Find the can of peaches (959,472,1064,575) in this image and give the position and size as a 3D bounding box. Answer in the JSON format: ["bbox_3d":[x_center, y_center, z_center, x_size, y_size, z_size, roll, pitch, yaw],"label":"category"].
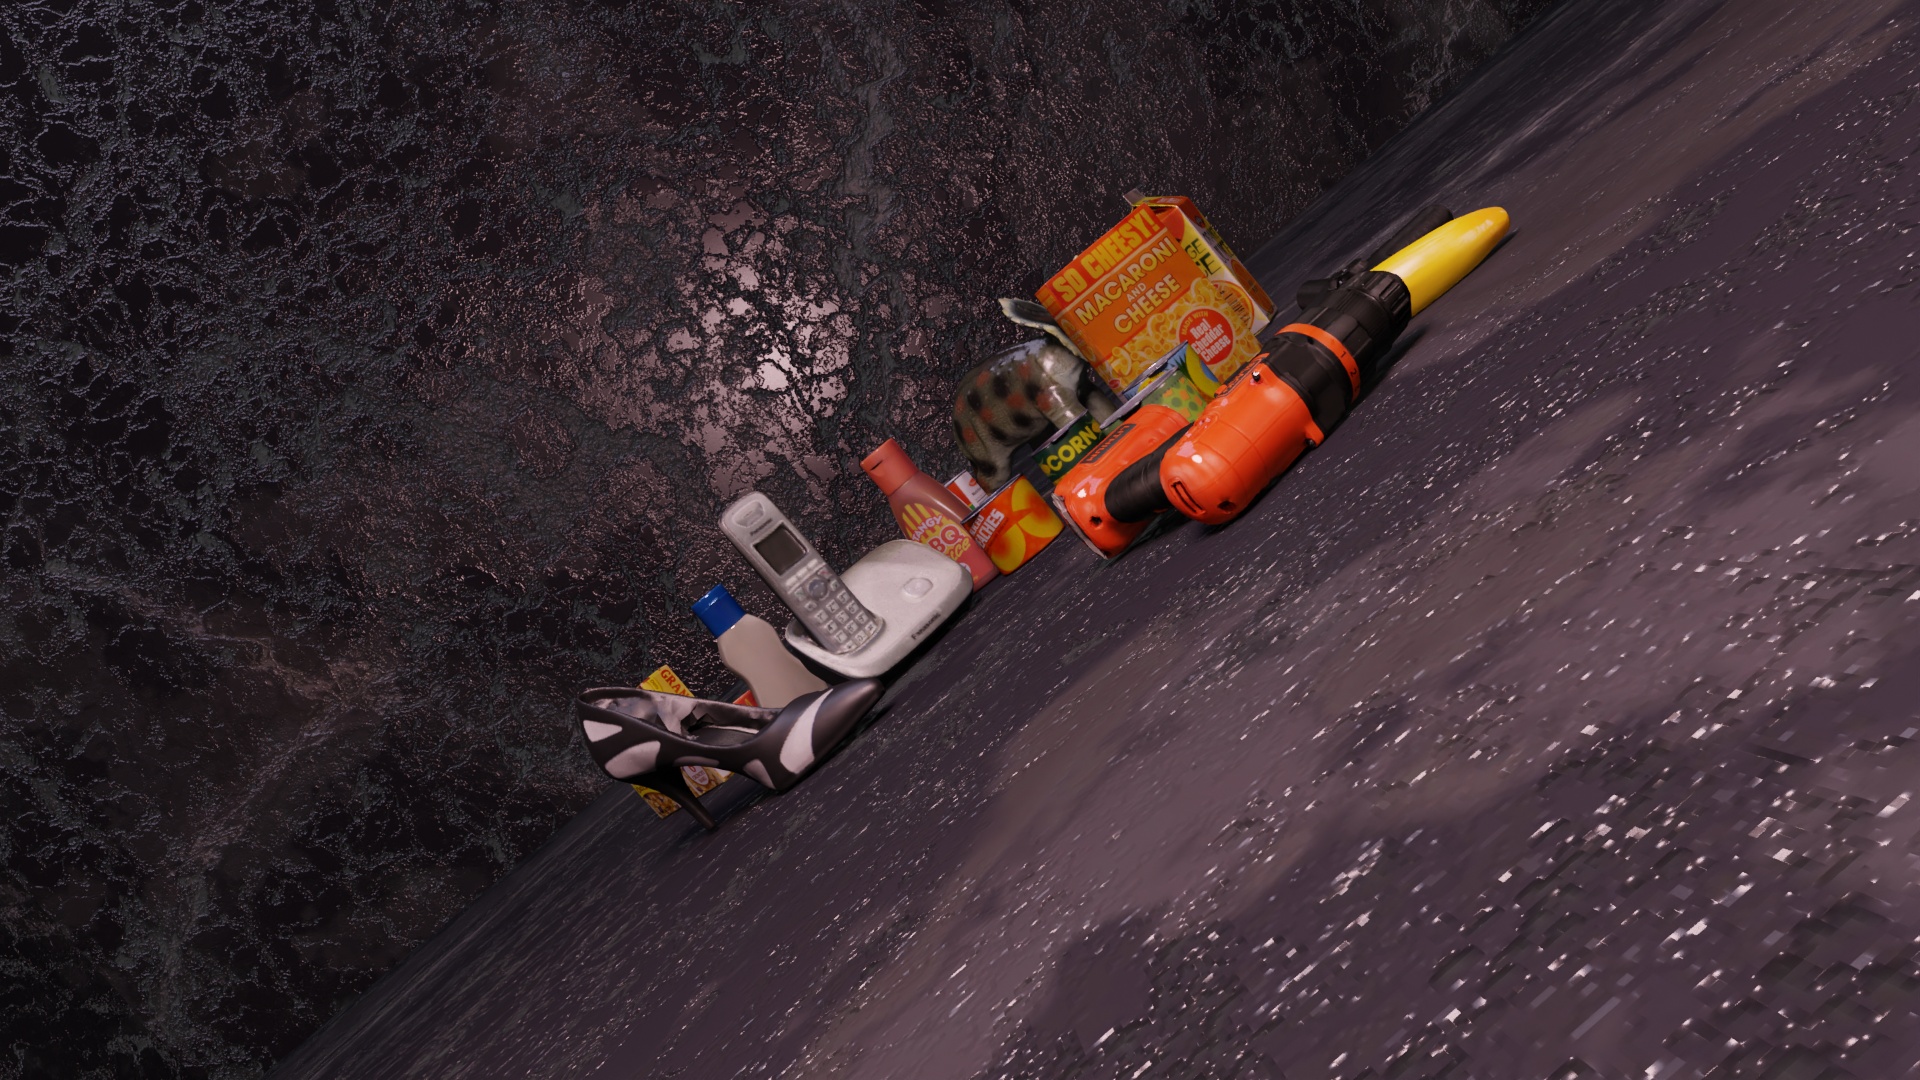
[{"bbox_3d":[0.042,-0.012,1.133,0.071,0.058,0.071,-40,3,3],"label":"can of peaches"}]

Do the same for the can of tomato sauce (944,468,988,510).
[{"bbox_3d":[0.005,-0.017,1.373,0.071,0.083,0.071,-40,3,3],"label":"can of tomato sauce"}]

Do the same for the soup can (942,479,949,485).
[{"bbox_3d":[-0.012,-0.011,1.470,0.071,0.084,0.071,-40,3,3],"label":"soup can"}]

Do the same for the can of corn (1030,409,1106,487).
[{"bbox_3d":[0.106,-0.074,1.237,0.071,0.058,0.071,-40,3,3],"label":"can of corn"}]

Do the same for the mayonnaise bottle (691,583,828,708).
[{"bbox_3d":[-0.187,0.107,1.282,0.065,0.148,0.041,-41,3,-16],"label":"mayonnaise bottle"}]

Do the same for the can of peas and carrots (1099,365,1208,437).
[{"bbox_3d":[0.135,-0.073,0.919,0.071,0.058,0.071,-40,3,3],"label":"can of peas and carrots"}]

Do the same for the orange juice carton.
[{"bbox_3d":[0.232,-0.280,1.412,0.072,0.192,0.072,-38,4,27],"label":"orange juice carton"}]

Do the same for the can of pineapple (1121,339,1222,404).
[{"bbox_3d":[0.170,-0.115,1.096,0.071,0.058,0.071,-40,3,3],"label":"can of pineapple"}]

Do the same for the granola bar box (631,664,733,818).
[{"bbox_3d":[-0.298,0.205,1.394,0.039,0.124,0.165,-42,4,-40],"label":"granola bar box"}]

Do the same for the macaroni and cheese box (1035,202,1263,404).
[{"bbox_3d":[0.165,-0.191,1.218,0.124,0.166,0.040,-40,3,-12],"label":"macaroni and cheese box"}]

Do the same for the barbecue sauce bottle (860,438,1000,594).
[{"bbox_3d":[-0.025,-0.020,1.193,0.064,0.148,0.044,-38,4,28],"label":"barbecue sauce bottle"}]

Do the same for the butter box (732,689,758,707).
[{"bbox_3d":[-0.189,0.165,1.347,0.103,0.053,0.024,-38,4,30],"label":"butter box"}]
